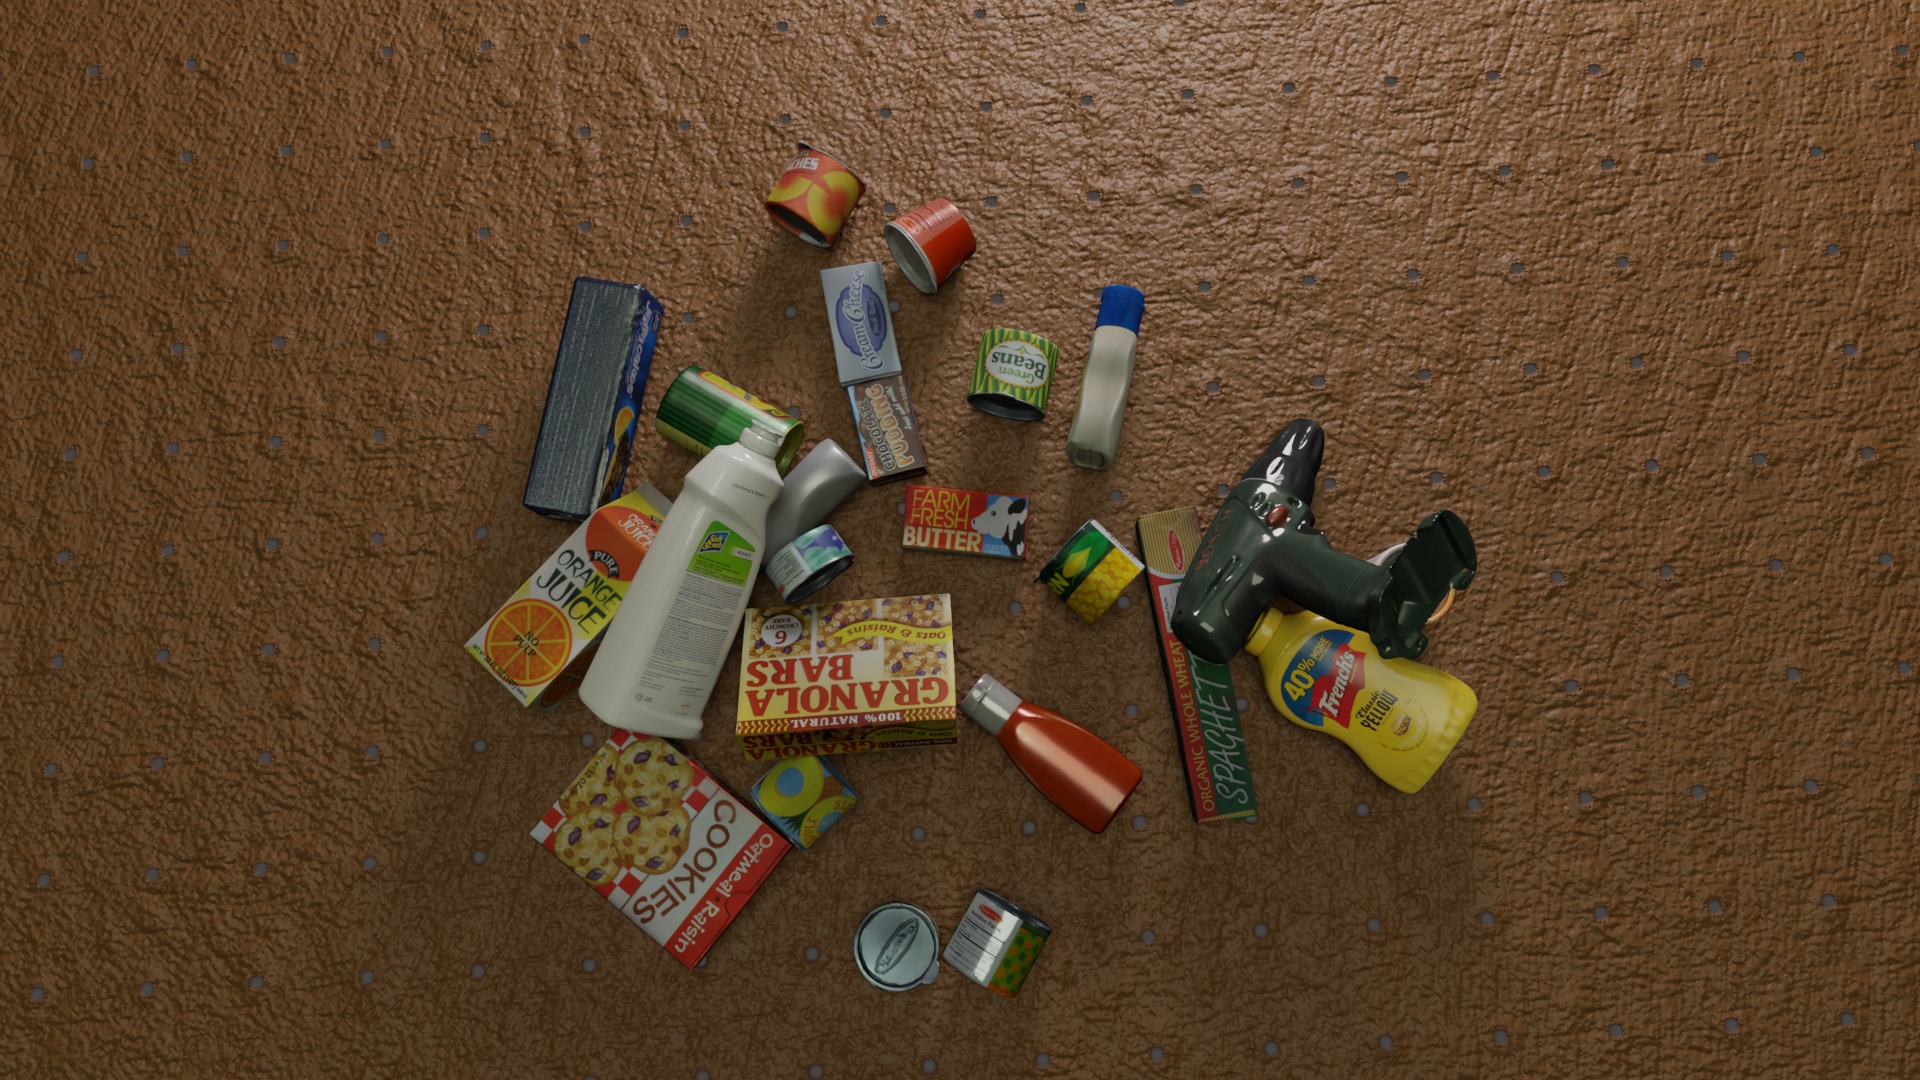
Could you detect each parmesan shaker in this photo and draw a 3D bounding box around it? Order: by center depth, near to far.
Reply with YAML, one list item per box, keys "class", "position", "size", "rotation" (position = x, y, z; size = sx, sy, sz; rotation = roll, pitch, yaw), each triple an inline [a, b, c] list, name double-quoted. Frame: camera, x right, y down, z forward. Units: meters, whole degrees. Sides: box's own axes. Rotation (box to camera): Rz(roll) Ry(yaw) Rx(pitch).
- class: "parmesan shaker"
  position: [-0.189, -0.093, 1.135]
  size: [0.103, 0.071, 0.071]
  rotation: [29, 82, 6]

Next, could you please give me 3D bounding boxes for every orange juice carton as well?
- class: "orange juice carton"
  position: [-0.294, 0.043, 1.114]
  size: [0.072, 0.073, 0.193]
  rotation: [42, 83, 8]

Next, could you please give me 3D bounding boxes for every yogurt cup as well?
- class: "yogurt cup"
  position: [-0.024, -0.250, 1.164]
  size: [0.054, 0.072, 0.072]
  rotation: [-37, 81, -13]

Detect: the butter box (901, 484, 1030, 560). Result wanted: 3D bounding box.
- class: "butter box"
  position: [0.004, -0.014, 1.140]
  size: [0.103, 0.024, 0.053]
  rotation: [6, 81, 3]

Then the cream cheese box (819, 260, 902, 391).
- class: "cream cheese box"
  position: [-0.083, -0.182, 1.172]
  size: [0.053, 0.024, 0.104]
  rotation: [-11, 80, 0]

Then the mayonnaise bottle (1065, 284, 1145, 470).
- class: "mayonnaise bottle"
  position: [0.120, -0.136, 1.142]
  size: [0.041, 0.064, 0.148]
  rotation: [11, 77, 7]

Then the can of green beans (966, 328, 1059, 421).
- class: "can of green beans"
  position: [0.043, -0.136, 1.139]
  size: [0.071, 0.071, 0.058]
  rotation: [13, 81, 4]

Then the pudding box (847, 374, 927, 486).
- class: "pudding box"
  position: [-0.061, -0.091, 1.153]
  size: [0.050, 0.030, 0.084]
  rotation: [-13, 80, 0]

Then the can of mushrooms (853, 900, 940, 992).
- class: "can of mushrooms"
  position: [-0.047, 0.316, 1.079]
  size: [0.071, 0.033, 0.071]
  rotation: [0, 79, 1]

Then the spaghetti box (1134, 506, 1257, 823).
- class: "spaghetti box"
  position: [0.188, 0.099, 1.113]
  size: [0.050, 0.028, 0.250]
  rotation: [-10, 80, 0]

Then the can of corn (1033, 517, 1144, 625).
- class: "can of corn"
  position: [0.103, 0.027, 1.109]
  size: [0.058, 0.071, 0.071]
  rotation: [43, 84, 7]

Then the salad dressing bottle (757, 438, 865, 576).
- class: "salad dressing bottle"
  position: [-0.144, -0.017, 1.129]
  size: [0.147, 0.064, 0.044]
  rotation: [-44, 74, 2]

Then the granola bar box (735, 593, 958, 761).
- class: "granola bar box"
  position: [-0.087, 0.106, 1.086]
  size: [0.166, 0.038, 0.125]
  rotation: [-4, 48, 1]

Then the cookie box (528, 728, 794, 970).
- class: "cookie box"
  position: [-0.233, 0.235, 1.094]
  size: [0.167, 0.040, 0.123]
  rotation: [38, 83, 7]

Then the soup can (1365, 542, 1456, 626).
- class: "soup can"
  position: [0.347, 0.042, 1.092]
  size: [0.071, 0.083, 0.071]
  rotation: [0, 81, 1]

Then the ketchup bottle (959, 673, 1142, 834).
- class: "ketchup bottle"
  position: [0.068, 0.164, 1.098]
  size: [0.149, 0.043, 0.065]
  rotation: [37, 82, 7]

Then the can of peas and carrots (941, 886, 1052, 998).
- class: "can of peas and carrots"
  position: [0.029, 0.308, 1.064]
  size: [0.071, 0.071, 0.059]
  rotation: [29, 83, 6]

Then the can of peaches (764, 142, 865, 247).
- class: "can of peaches"
  position: [-0.124, -0.290, 1.169]
  size: [0.071, 0.071, 0.058]
  rotation: [29, 83, 6]

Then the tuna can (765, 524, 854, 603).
- class: "tuna can"
  position: [-0.120, 0.018, 1.119]
  size: [0.071, 0.071, 0.033]
  rotation: [-35, 81, -4]

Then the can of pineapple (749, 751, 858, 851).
- class: "can of pineapple"
  position: [-0.121, 0.199, 1.084]
  size: [0.058, 0.071, 0.071]
  rotation: [-43, 82, -6]
